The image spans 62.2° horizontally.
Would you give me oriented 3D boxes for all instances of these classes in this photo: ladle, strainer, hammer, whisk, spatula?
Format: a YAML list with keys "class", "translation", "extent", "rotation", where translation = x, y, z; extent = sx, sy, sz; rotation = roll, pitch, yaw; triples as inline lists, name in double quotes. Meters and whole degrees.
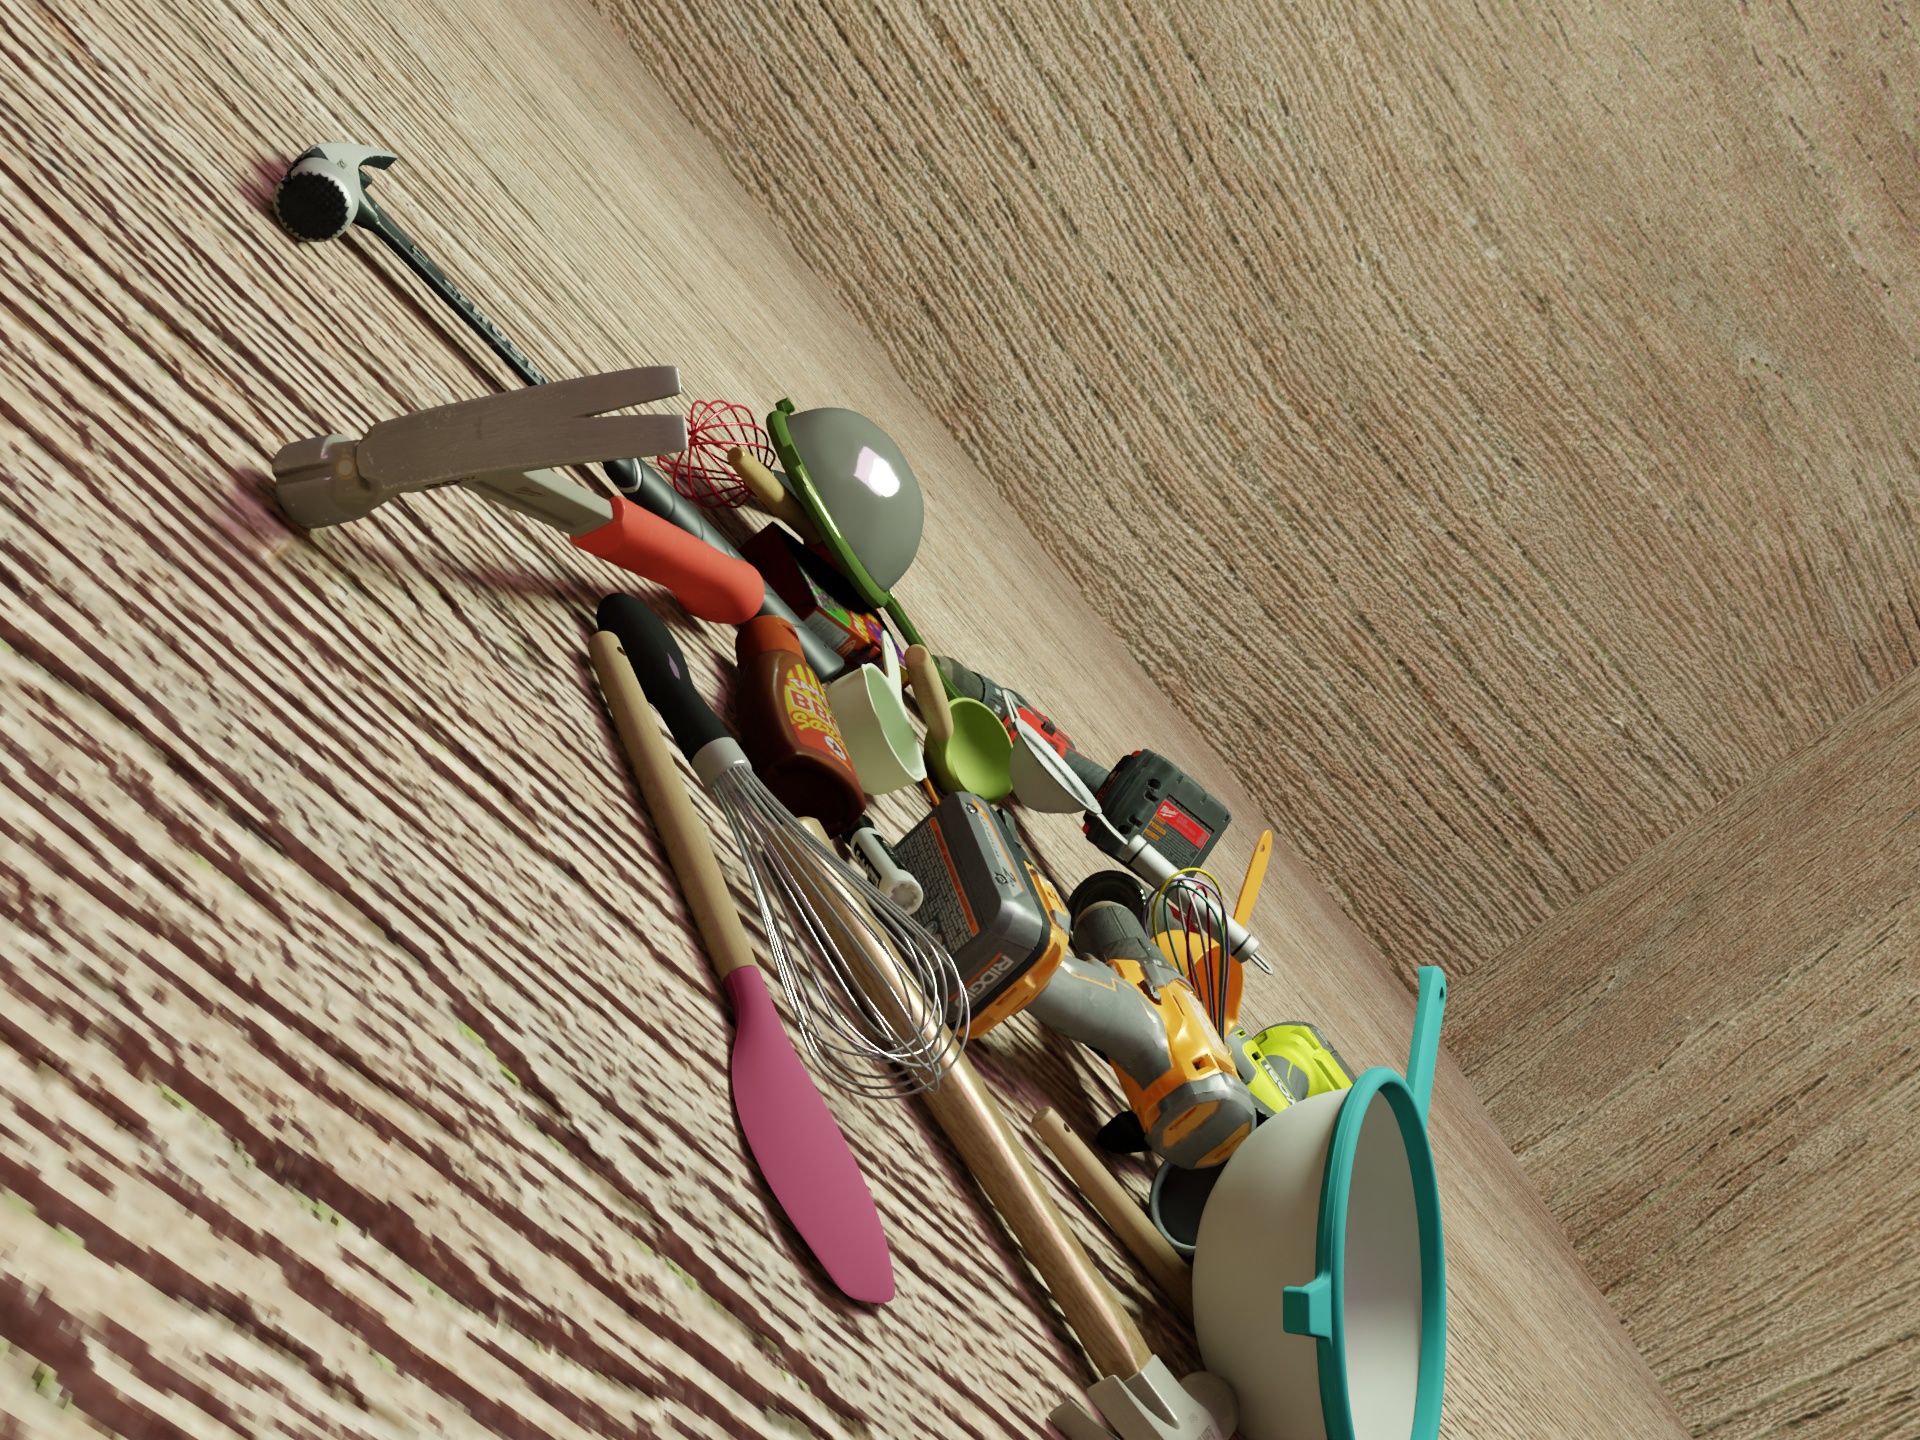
- class: "ladle"
  translation: [-0.002, -0.003, 0.985]
  extent: [0.320, 0.062, 0.078]
  rotation: [74, 3, -77]
- class: "strainer"
  translation: [0.108, 0.082, 1.062]
  extent: [0.258, 0.050, 0.087]
  rotation: [42, 8, 10]
- class: "hammer"
  translation: [-0.142, -0.085, 0.716]
  extent: [0.359, 0.149, 0.037]
  rotation: [22, 59, -81]
- class: "whisk"
  translation: [-0.147, -0.174, 1.126]
  extent: [0.073, 0.073, 0.296]
  rotation: [53, 6, 4]
- class: "spatula"
  translation: [0.136, 0.318, 0.820]
  extent: [0.316, 0.018, 0.060]
  rotation: [51, 18, -10]
- class: "whisk"
  translation: [0.168, 0.200, 1.045]
  extent: [0.047, 0.051, 0.244]
  rotation: [-42, 127, -42]
- class: "hammer"
  translation: [0.008, 0.181, 0.693]
  extent: [0.331, 0.031, 0.130]
  rotation: [55, 11, 17]
- class: "strainer"
  translation: [0.190, 0.242, 0.825]
  extent: [0.340, 0.095, 0.210]
  rotation: [-57, 133, -52]
- class: "strainer"
  translation: [-0.039, -0.115, 1.093]
  extent: [0.256, 0.069, 0.152]
  rotation: [57, 7, -23]
- class: "ladle"
  translation: [-0.108, -0.133, 1.083]
  extent: [0.069, 0.031, 0.315]
  rotation: [37, -1, 12]
- class: "whisk"
  translation: [-0.087, 0.043, 0.686]
  extent: [0.285, 0.070, 0.070]
  rotation: [52, 10, 26]
- class: "hammer"
  translation: [-0.203, -0.156, 0.891]
  extent: [0.408, 0.036, 0.149]
  rotation: [47, 11, -29]

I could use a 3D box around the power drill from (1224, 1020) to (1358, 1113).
- class: "power drill"
  translation: [0.254, 0.308, 1.203]
  extent: [0.171, 0.080, 0.223]
  rotation: [55, 15, 18]

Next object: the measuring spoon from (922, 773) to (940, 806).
- class: "measuring spoon"
  translation: [-0.039, 0.017, 1.089]
  extent: [0.117, 0.011, 0.021]
  rotation: [63, -1, 31]

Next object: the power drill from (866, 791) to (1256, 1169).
- class: "power drill"
  translation: [0.055, 0.129, 0.866]
  extent: [0.226, 0.084, 0.186]
  rotation: [38, 16, -32]

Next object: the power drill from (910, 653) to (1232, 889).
- class: "power drill"
  translation: [0.073, 0.031, 1.197]
  extent: [0.227, 0.080, 0.187]
  rotation: [32, -3, 44]

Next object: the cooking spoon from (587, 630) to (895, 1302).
- class: "cooking spoon"
  translation: [-0.095, 0.079, 0.624]
  extent: [0.068, 0.017, 0.319]
  rotation: [38, 18, -55]

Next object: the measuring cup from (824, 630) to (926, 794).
- class: "measuring cup"
  translation: [-0.057, -0.012, 0.984]
  extent: [0.083, 0.038, 0.168]
  rotation: [61, 10, -25]

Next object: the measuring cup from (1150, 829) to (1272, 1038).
- class: "measuring cup"
  translation: [0.168, 0.152, 1.117]
  extent: [0.052, 0.174, 0.095]
  rotation: [13, -15, 40]
